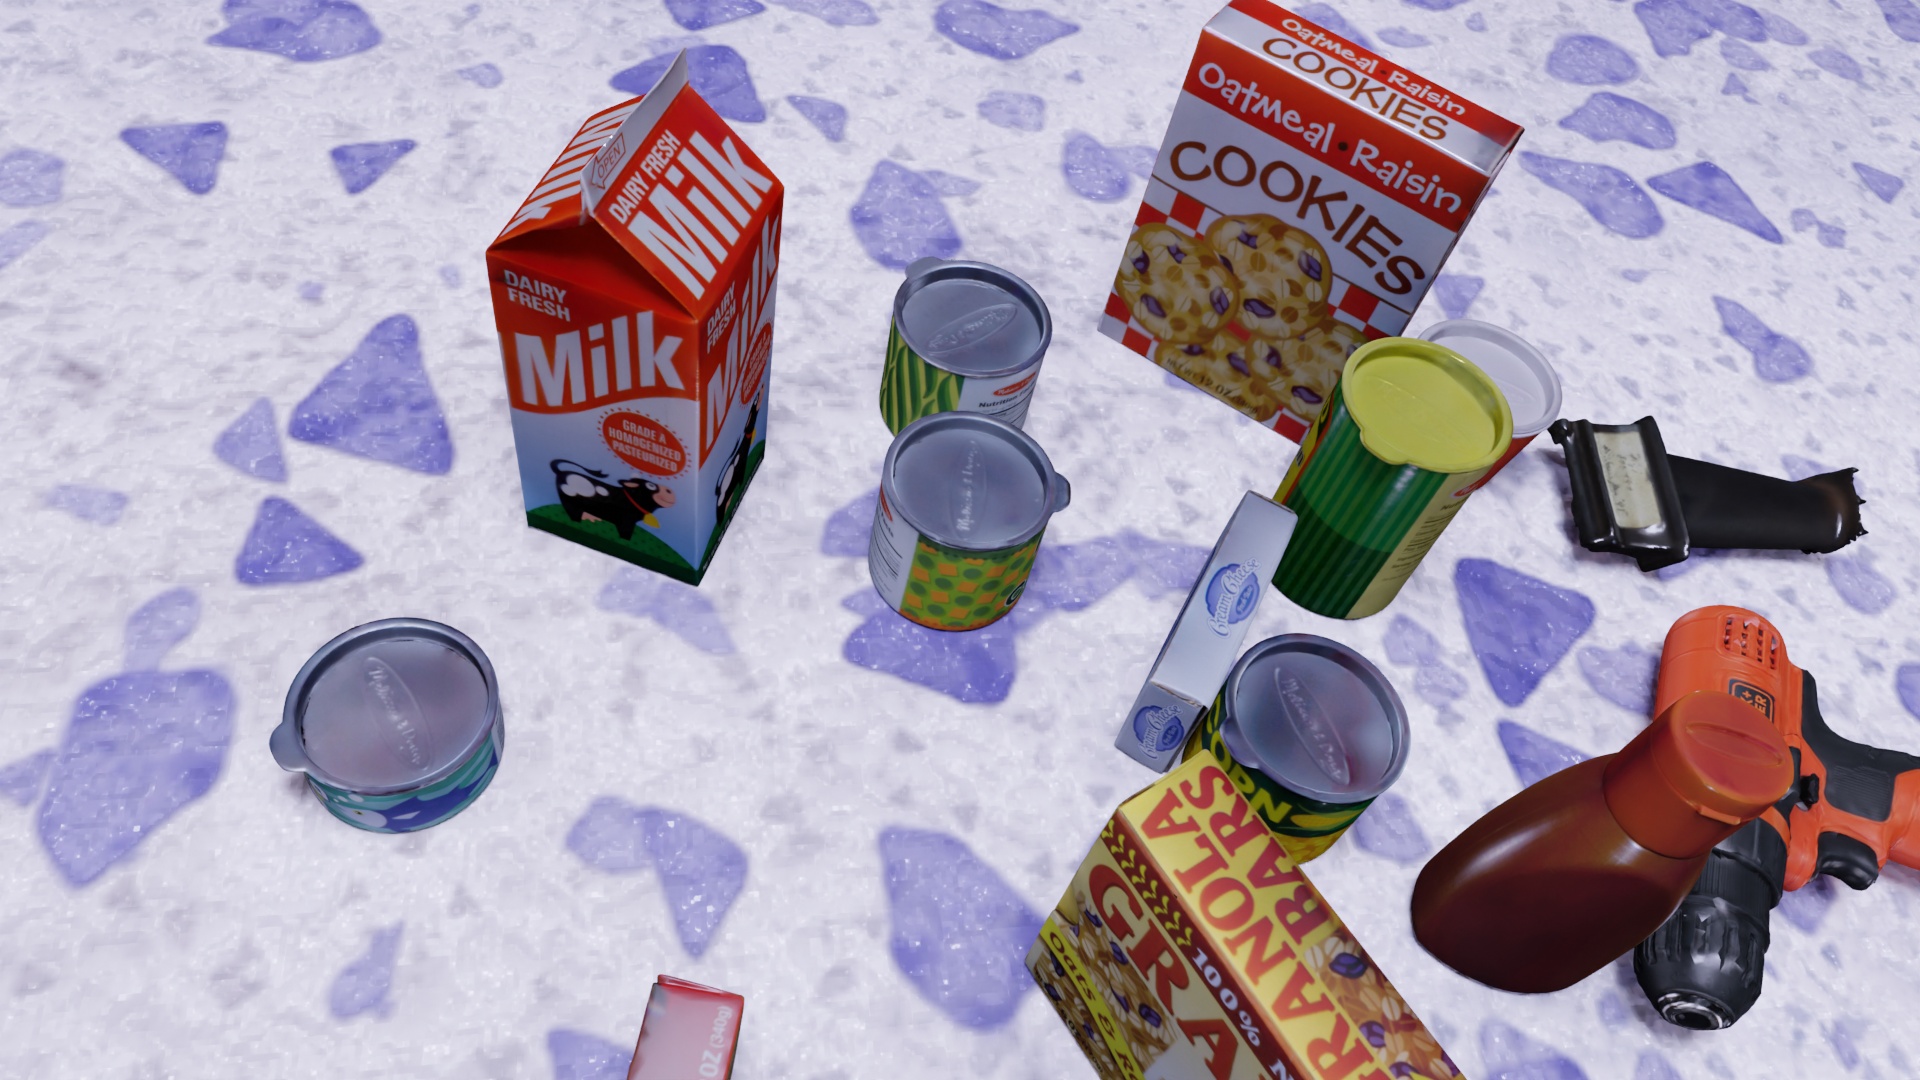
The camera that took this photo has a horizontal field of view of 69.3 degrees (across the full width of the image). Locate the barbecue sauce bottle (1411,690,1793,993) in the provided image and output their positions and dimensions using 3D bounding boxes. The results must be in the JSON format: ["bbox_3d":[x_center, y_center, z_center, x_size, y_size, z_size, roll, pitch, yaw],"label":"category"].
[{"bbox_3d":[0.204,0.100,0.446,0.065,0.147,0.044,18,53,2],"label":"barbecue sauce bottle"}]

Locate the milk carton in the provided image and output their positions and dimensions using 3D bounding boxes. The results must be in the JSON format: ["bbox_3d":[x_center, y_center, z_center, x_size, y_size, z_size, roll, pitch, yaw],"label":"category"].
[{"bbox_3d":[-0.110,-0.073,0.481,0.073,0.189,0.073,19,53,3],"label":"milk carton"}]

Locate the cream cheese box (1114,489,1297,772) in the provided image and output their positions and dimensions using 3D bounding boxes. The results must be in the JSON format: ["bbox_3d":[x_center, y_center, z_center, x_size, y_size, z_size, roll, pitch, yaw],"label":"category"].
[{"bbox_3d":[0.094,0.034,0.531,0.024,0.053,0.104,28,54,9],"label":"cream cheese box"}]

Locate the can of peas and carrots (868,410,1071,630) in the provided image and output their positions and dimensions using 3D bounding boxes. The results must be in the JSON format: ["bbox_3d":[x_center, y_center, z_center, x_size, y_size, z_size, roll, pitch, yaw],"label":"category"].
[{"bbox_3d":[0.002,-0.007,0.538,0.071,0.058,0.071,6,54,-8],"label":"can of peas and carrots"}]

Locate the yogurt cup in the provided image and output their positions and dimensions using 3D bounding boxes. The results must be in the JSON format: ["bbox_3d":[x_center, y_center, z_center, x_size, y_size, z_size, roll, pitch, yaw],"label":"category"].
[{"bbox_3d":[0.226,-0.058,0.625,0.072,0.053,0.073,6,53,-8],"label":"yogurt cup"}]

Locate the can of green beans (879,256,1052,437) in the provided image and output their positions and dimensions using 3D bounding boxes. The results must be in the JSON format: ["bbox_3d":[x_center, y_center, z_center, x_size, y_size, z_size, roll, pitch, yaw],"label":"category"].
[{"bbox_3d":[0.001,-0.075,0.589,0.071,0.057,0.071,6,54,-8],"label":"can of green beans"}]

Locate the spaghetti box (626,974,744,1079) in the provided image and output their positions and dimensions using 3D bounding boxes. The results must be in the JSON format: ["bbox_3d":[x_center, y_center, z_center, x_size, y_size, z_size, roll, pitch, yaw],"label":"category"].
[{"bbox_3d":[-0.095,0.239,0.344,0.029,0.050,0.251,11,53,-3],"label":"spaghetti box"}]

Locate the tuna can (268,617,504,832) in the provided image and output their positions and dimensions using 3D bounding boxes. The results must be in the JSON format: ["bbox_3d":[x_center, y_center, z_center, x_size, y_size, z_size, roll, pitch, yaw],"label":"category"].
[{"bbox_3d":[-0.190,0.063,0.464,0.071,0.032,0.071,6,53,-8],"label":"tuna can"}]

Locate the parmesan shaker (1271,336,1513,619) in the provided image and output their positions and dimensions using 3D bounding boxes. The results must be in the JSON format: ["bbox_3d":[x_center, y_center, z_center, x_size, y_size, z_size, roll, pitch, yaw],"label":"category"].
[{"bbox_3d":[0.163,-0.021,0.554,0.071,0.102,0.071,6,54,-8],"label":"parmesan shaker"}]

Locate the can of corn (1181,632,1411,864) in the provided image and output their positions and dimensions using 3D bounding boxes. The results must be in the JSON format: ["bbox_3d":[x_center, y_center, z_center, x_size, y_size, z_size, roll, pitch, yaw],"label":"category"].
[{"bbox_3d":[0.117,0.077,0.501,0.071,0.058,0.071,6,54,-8],"label":"can of corn"}]

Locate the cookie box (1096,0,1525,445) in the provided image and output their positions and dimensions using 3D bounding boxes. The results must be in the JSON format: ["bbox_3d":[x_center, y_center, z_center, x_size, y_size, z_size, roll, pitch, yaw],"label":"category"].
[{"bbox_3d":[0.138,-0.128,0.587,0.123,0.166,0.040,32,55,12],"label":"cookie box"}]

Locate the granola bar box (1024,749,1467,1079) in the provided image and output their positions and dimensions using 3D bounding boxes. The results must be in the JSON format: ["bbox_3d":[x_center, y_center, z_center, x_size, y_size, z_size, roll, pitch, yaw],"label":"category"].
[{"bbox_3d":[0.089,0.159,0.394,0.039,0.123,0.166,-24,62,-26],"label":"granola bar box"}]
